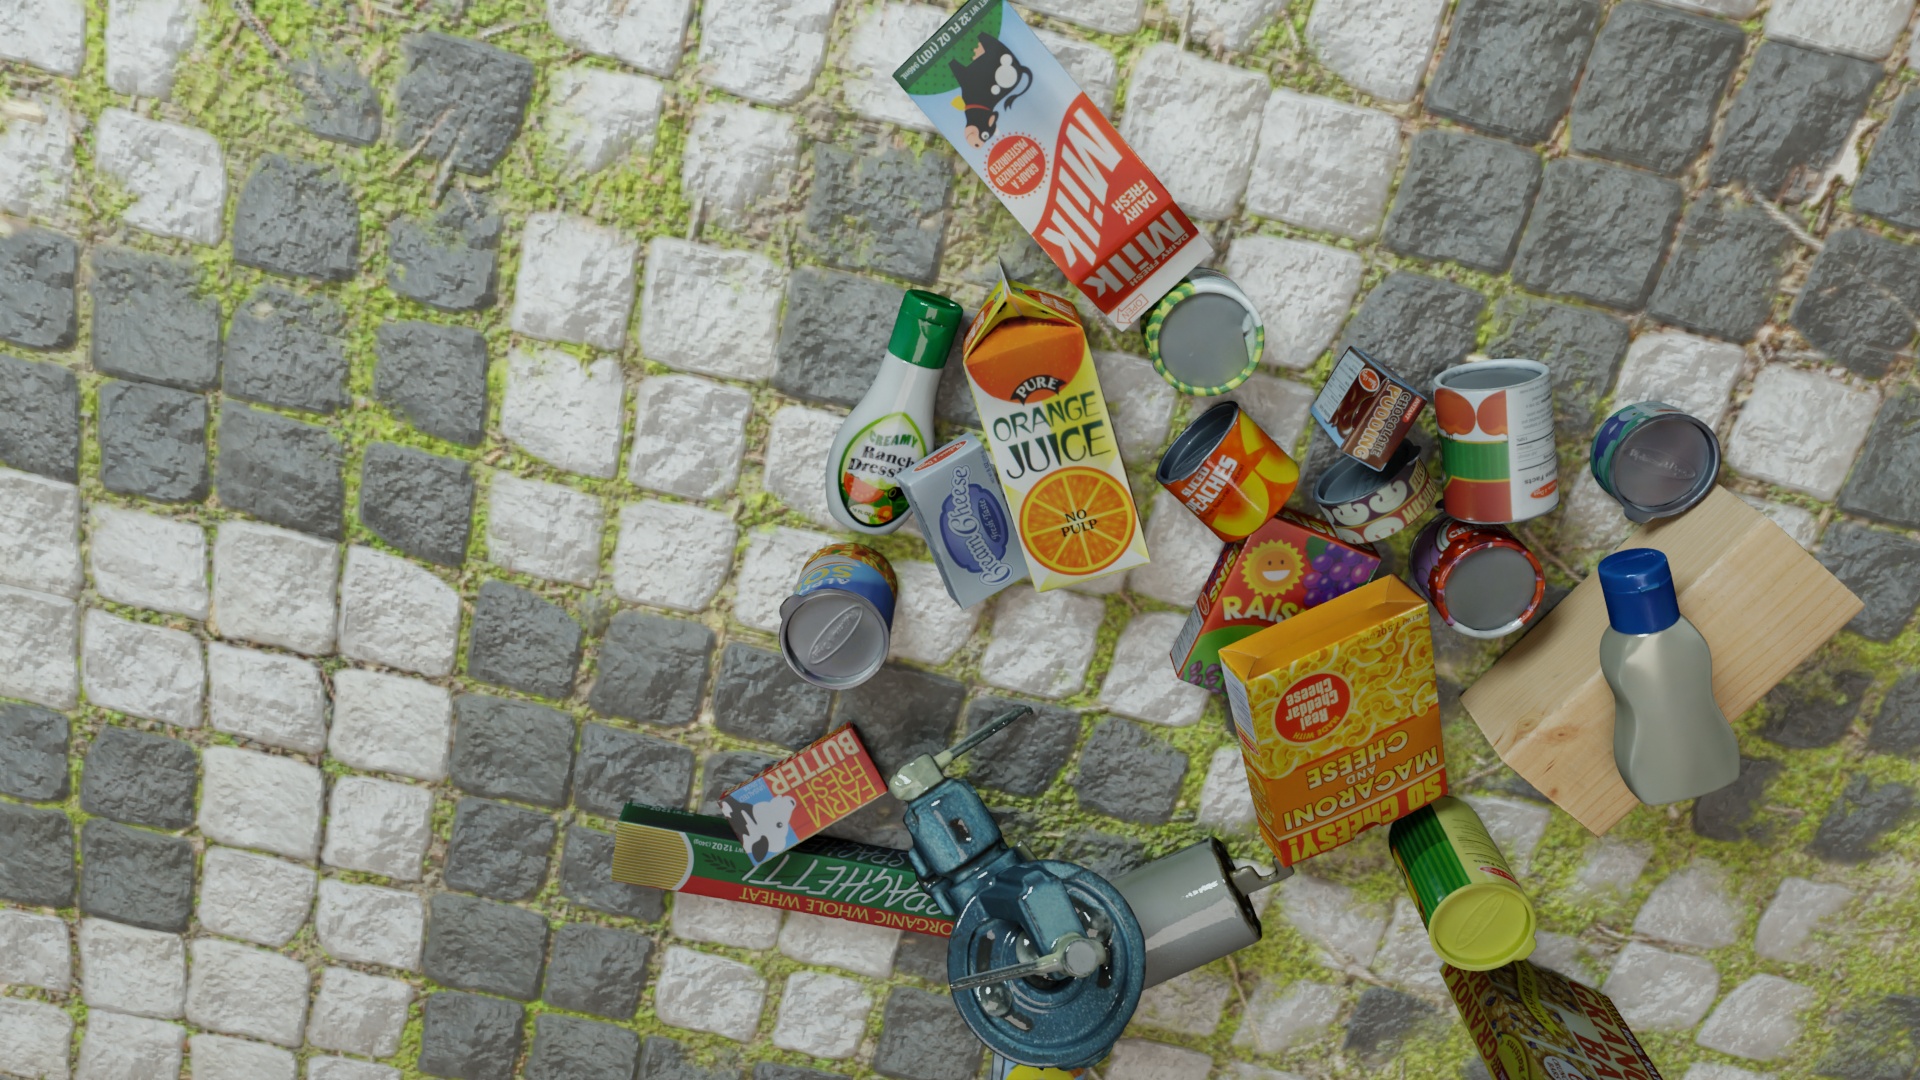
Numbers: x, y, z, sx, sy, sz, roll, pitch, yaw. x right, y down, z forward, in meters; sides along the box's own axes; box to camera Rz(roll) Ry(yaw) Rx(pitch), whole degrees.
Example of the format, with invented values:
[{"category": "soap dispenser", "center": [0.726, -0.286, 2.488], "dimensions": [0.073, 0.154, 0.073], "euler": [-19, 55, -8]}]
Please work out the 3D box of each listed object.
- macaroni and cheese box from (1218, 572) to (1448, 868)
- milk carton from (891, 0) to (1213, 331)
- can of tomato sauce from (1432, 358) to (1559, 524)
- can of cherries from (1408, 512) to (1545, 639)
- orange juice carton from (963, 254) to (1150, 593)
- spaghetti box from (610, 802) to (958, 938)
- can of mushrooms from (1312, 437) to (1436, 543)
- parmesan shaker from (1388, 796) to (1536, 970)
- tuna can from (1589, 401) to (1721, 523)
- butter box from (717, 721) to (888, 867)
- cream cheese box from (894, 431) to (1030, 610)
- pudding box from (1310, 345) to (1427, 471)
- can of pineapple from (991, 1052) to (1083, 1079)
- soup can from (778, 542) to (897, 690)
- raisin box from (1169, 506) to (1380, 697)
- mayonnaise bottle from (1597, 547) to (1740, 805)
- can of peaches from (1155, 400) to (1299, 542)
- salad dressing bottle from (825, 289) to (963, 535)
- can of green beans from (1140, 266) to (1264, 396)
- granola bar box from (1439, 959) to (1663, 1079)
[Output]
[{"category": "macaroni and cheese box", "center": [0.238, 0.117, 0.876], "dimensions": [0.124, 0.040, 0.165], "euler": [-23, 123, -6]}, {"category": "milk carton", "center": [0.054, -0.209, 0.772], "dimensions": [0.072, 0.074, 0.190], "euler": [-41, 101, 14]}, {"category": "can of tomato sauce", "center": [0.318, -0.060, 0.831], "dimensions": [0.071, 0.071, 0.082], "euler": [-10, 109, 5]}, {"category": "can of cherries", "center": [0.320, 0.018, 0.862], "dimensions": [0.071, 0.058, 0.071], "euler": [0, 111, 1]}, {"category": "orange juice carton", "center": [0.051, -0.074, 0.827], "dimensions": [0.073, 0.072, 0.192], "euler": [-16, 109, 6]}, {"category": "spaghetti box", "center": [-0.115, 0.229, 0.964], "dimensions": [0.250, 0.029, 0.050], "euler": [11, 109, -3]}, {"category": "can of mushrooms", "center": [0.253, -0.031, 0.840], "dimensions": [0.071, 0.071, 0.033], "euler": [-32, 108, 12]}, {"category": "parmesan shaker", "center": [0.329, 0.225, 0.914], "dimensions": [0.071, 0.103, 0.071], "euler": [1, 110, 2]}, {"category": "tuna can", "center": [0.423, -0.048, 0.850], "dimensions": [0.071, 0.033, 0.070], "euler": [0, 110, 1]}, {"category": "butter box", "center": [-0.104, 0.169, 0.929], "dimensions": [0.103, 0.024, 0.053], "euler": [-30, 93, -1]}, {"category": "cream cheese box", "center": [0.003, -0.011, 0.854], "dimensions": [0.053, 0.024, 0.103], "euler": [-30, 125, -10]}, {"category": "pudding box", "center": [0.237, -0.078, 0.815], "dimensions": [0.030, 0.084, 0.049], "euler": [27, 109, -9]}, {"category": "can of pineapple", "center": [0.055, 0.369, 0.992], "dimensions": [0.058, 0.071, 0.070], "euler": [9, 110, -3]}, {"category": "soup can", "center": [-0.076, 0.043, 0.865], "dimensions": [0.071, 0.084, 0.071], "euler": [0, 110, 1]}, {"category": "raisin box", "center": [0.199, 0.043, 0.884], "dimensions": [0.086, 0.040, 0.123], "euler": [20, 110, -6]}, {"category": "mayonnaise bottle", "center": [0.399, 0.077, 0.795], "dimensions": [0.065, 0.041, 0.147], "euler": [-18, 106, 7]}, {"category": "can of peaches", "center": [0.161, -0.040, 0.838], "dimensions": [0.058, 0.071, 0.071], "euler": [42, 106, -14]}, {"category": "salad dressing bottle", "center": [-0.038, -0.077, 0.842], "dimensions": [0.064, 0.044, 0.147], "euler": [15, 110, -13]}, {"category": "can of green beans", "center": [0.141, -0.123, 0.814], "dimensions": [0.071, 0.058, 0.071], "euler": [0, 110, 1]}, {"category": "granola bar box", "center": [0.405, 0.346, 0.924], "dimensions": [0.124, 0.166, 0.039], "euler": [25, 108, -7]}]
